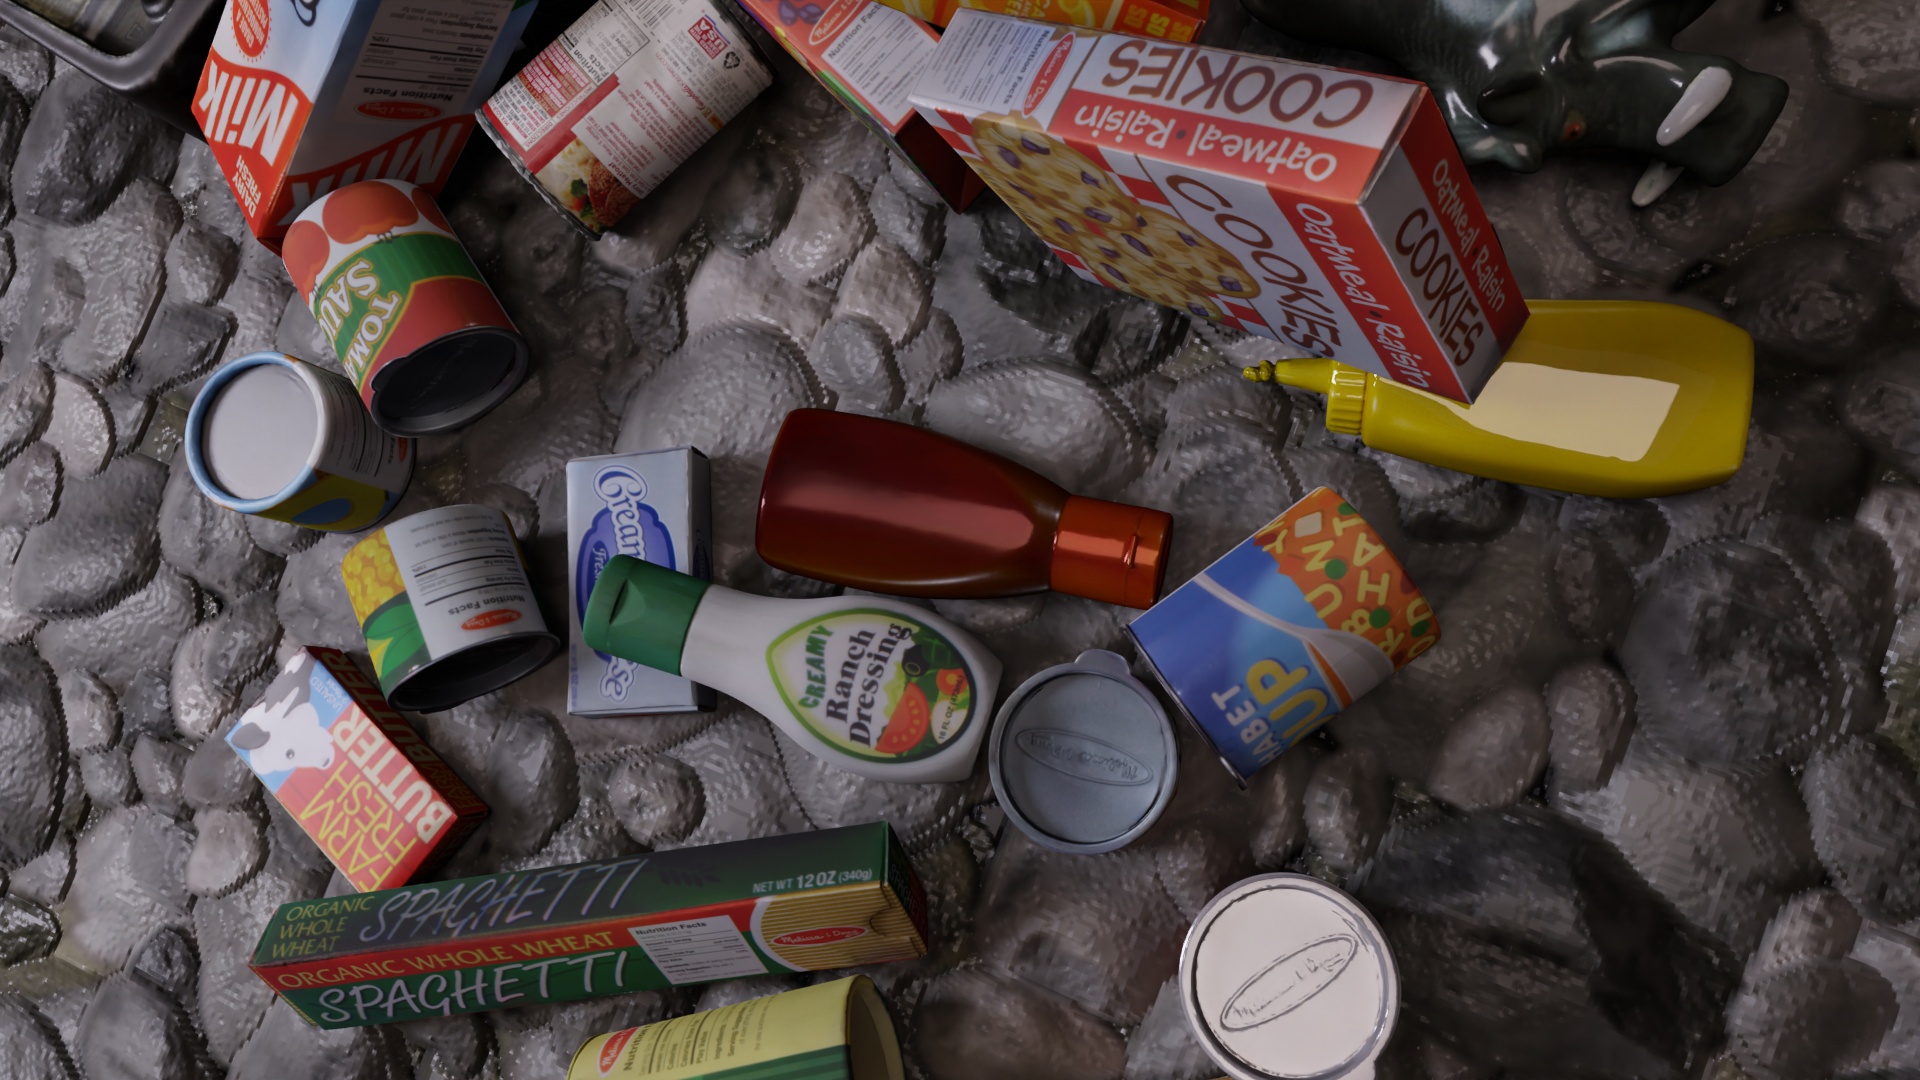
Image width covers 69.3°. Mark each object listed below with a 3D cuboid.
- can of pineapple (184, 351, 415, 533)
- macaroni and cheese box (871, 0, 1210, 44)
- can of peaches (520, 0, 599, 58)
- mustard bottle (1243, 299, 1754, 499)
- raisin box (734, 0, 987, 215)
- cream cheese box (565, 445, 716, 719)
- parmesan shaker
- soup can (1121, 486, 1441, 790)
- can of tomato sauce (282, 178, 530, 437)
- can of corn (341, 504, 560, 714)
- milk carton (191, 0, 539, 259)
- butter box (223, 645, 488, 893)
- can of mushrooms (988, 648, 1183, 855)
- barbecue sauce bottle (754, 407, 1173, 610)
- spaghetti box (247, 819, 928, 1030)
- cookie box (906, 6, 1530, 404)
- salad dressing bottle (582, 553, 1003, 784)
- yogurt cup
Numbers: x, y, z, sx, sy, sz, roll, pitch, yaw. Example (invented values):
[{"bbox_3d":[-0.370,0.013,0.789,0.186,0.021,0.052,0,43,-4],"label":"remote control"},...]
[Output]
[{"bbox_3d":[-0.271,-0.039,0.570,0.071,0.058,0.071,-2,81,13],"label":"can of pineapple"},{"bbox_3d":[0.009,-0.230,0.495,0.166,0.040,0.124,19,51,-6],"label":"macaroni and cheese box"},{"bbox_3d":[-0.166,-0.240,0.573,0.071,0.071,0.058,-42,74,3],"label":"can of peaches"},{"bbox_3d":[0.179,-0.053,0.477,0.160,0.049,0.065,8,85,15],"label":"mustard bottle"},{"bbox_3d":[-0.040,-0.188,0.528,0.040,0.086,0.123,-45,75,8],"label":"raisin box"},{"bbox_3d":[-0.126,0.017,0.546,0.053,0.024,0.104,-5,80,10],"label":"cream cheese box"},{"bbox_3d":[-0.076,0.197,0.481,0.103,0.071,0.071,-16,78,10],"label":"parmesan shaker"},{"bbox_3d":[0.109,0.033,0.468,0.084,0.071,0.071,-36,75,5],"label":"soup can"},{"bbox_3d":[-0.226,-0.094,0.563,0.071,0.071,0.083,-37,75,5],"label":"can of tomato sauce"},{"bbox_3d":[-0.199,0.027,0.541,0.071,0.071,0.058,-28,76,7],"label":"can of corn"},{"bbox_3d":[-0.247,-0.184,0.558,0.189,0.074,0.072,-44,71,37],"label":"milk carton"},{"bbox_3d":[-0.243,0.095,0.559,0.103,0.024,0.053,41,92,16],"label":"butter box"},{"bbox_3d":[0.046,0.075,0.494,0.071,0.033,0.071,-2,81,13],"label":"can of mushrooms"},{"bbox_3d":[0.002,-0.006,0.512,0.148,0.043,0.065,11,84,13],"label":"barbecue sauce bottle"},{"bbox_3d":[-0.138,0.144,0.512,0.250,0.050,0.029,-10,41,11],"label":"spaghetti box"},{"bbox_3d":[0.082,-0.108,0.441,0.168,0.123,0.040,27,87,38],"label":"cookie box"},{"bbox_3d":[-0.060,0.043,0.502,0.148,0.044,0.064,17,80,3],"label":"salad dressing bottle"},{"bbox_3d":[0.108,0.142,0.458,0.072,0.054,0.072,-2,81,12],"label":"yogurt cup"}]
